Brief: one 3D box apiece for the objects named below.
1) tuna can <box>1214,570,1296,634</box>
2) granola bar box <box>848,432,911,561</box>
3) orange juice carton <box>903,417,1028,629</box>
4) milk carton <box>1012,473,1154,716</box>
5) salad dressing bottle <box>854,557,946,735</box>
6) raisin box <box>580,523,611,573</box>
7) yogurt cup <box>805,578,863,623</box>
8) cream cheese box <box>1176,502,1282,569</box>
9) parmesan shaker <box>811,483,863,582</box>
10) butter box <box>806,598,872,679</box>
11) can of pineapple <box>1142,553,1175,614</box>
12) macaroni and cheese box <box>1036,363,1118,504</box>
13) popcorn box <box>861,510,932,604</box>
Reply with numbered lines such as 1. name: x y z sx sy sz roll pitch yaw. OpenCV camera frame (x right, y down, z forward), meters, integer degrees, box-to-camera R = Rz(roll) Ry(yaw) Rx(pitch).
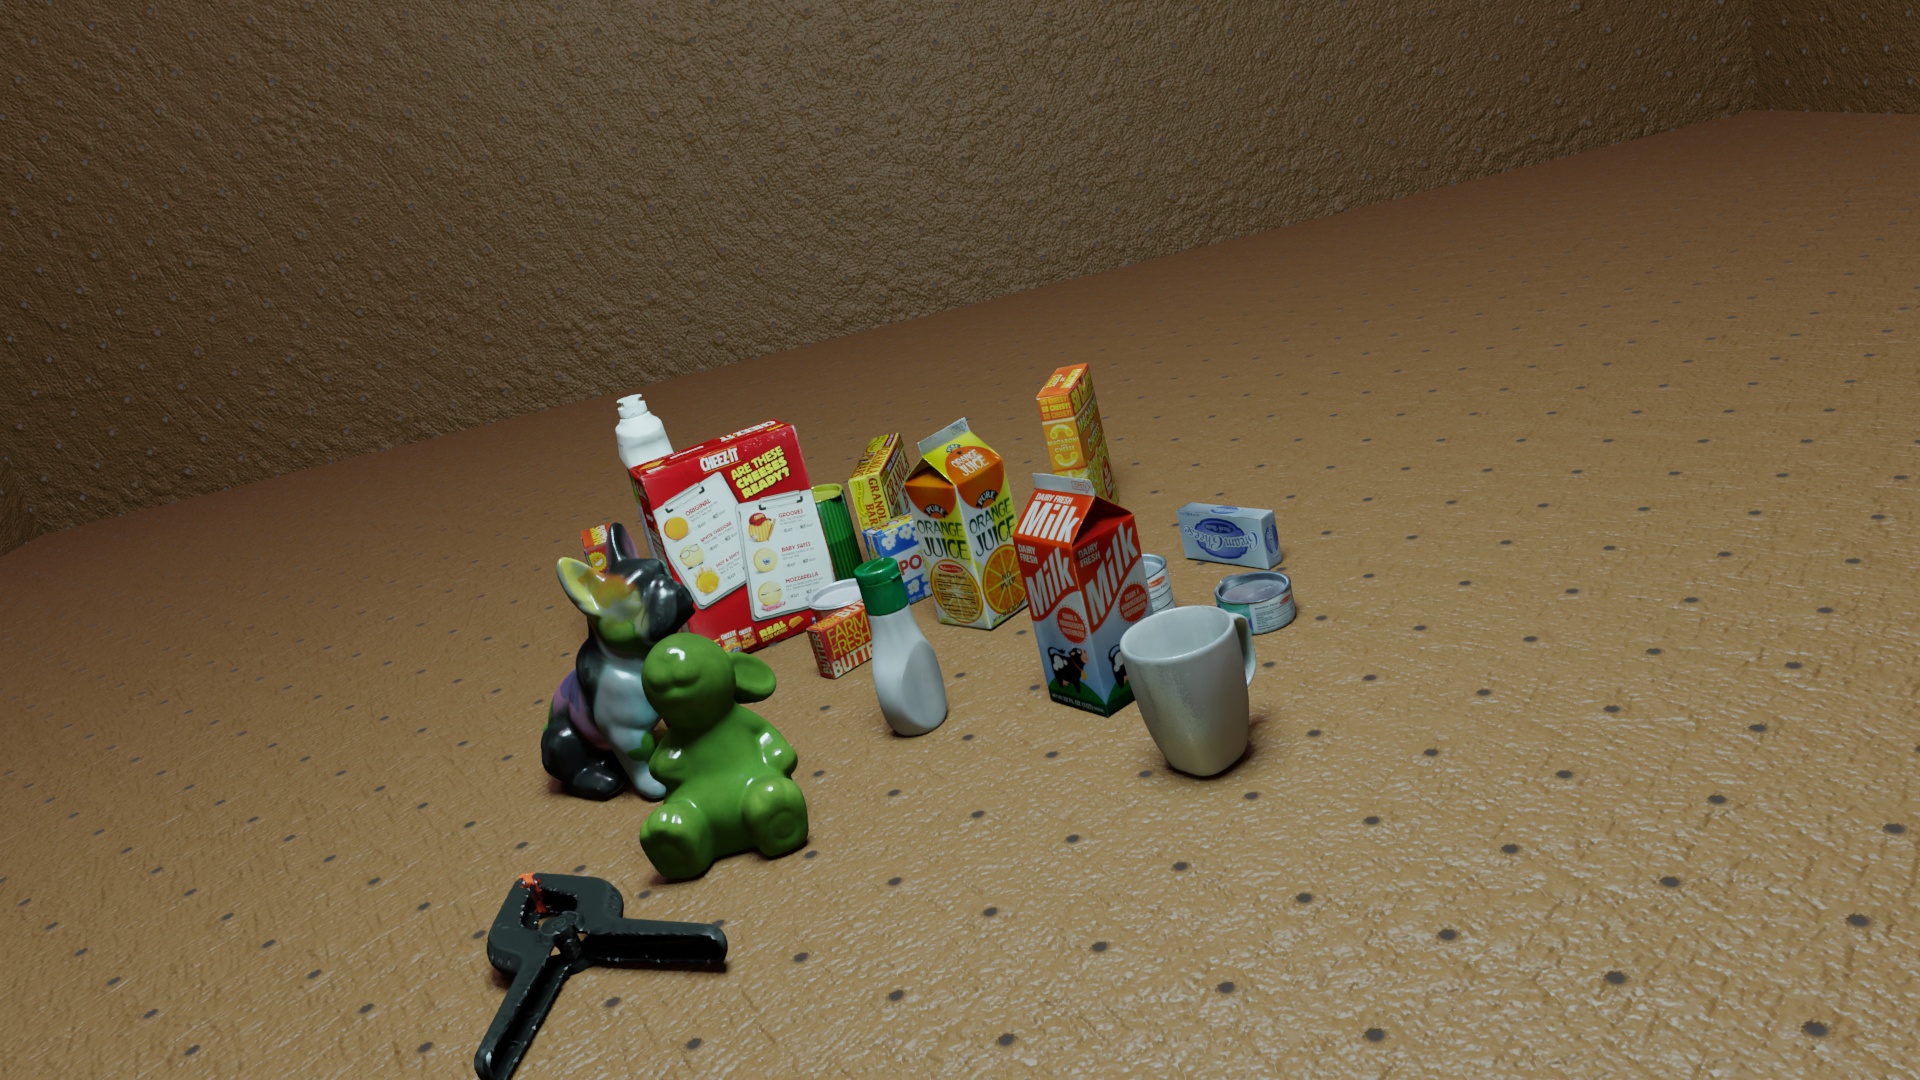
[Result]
1. tuna can: 0.254 0.054 1.204 0.071 0.032 0.071 -13 18 4
2. granola bar box: -0.081 -0.040 1.580 0.039 0.123 0.166 -11 18 9
3. orange juice carton: 0.005 -0.017 1.340 0.073 0.192 0.072 4 25 44
4. milk carton: 0.101 0.037 1.116 0.074 0.190 0.072 -26 22 -33
5. salad dressing bottle: -0.051 0.087 1.149 0.044 0.147 0.064 -1 22 36
6. raisin box: -0.382 0.050 1.538 0.040 0.123 0.086 -19 19 -13
7. yogurt cup: -0.112 0.075 1.377 0.072 0.053 0.072 -13 18 4
8. cream cheese box: 0.259 -0.005 1.339 0.024 0.053 0.104 -28 23 -35
9. parmesan shaker: -0.149 -0.004 1.559 0.071 0.102 0.071 -13 18 4
10. butter box: -0.096 0.087 1.331 0.104 0.053 0.024 -28 22 -36
11. can of pineapple: 0.156 0.050 1.246 0.071 0.057 0.071 -13 18 4
12. macaroni and cheese box: 0.131 -0.099 1.528 0.040 0.166 0.124 -8 19 18
13. popcorn box: -0.033 0.009 1.464 0.127 0.085 0.038 -24 20 -28
